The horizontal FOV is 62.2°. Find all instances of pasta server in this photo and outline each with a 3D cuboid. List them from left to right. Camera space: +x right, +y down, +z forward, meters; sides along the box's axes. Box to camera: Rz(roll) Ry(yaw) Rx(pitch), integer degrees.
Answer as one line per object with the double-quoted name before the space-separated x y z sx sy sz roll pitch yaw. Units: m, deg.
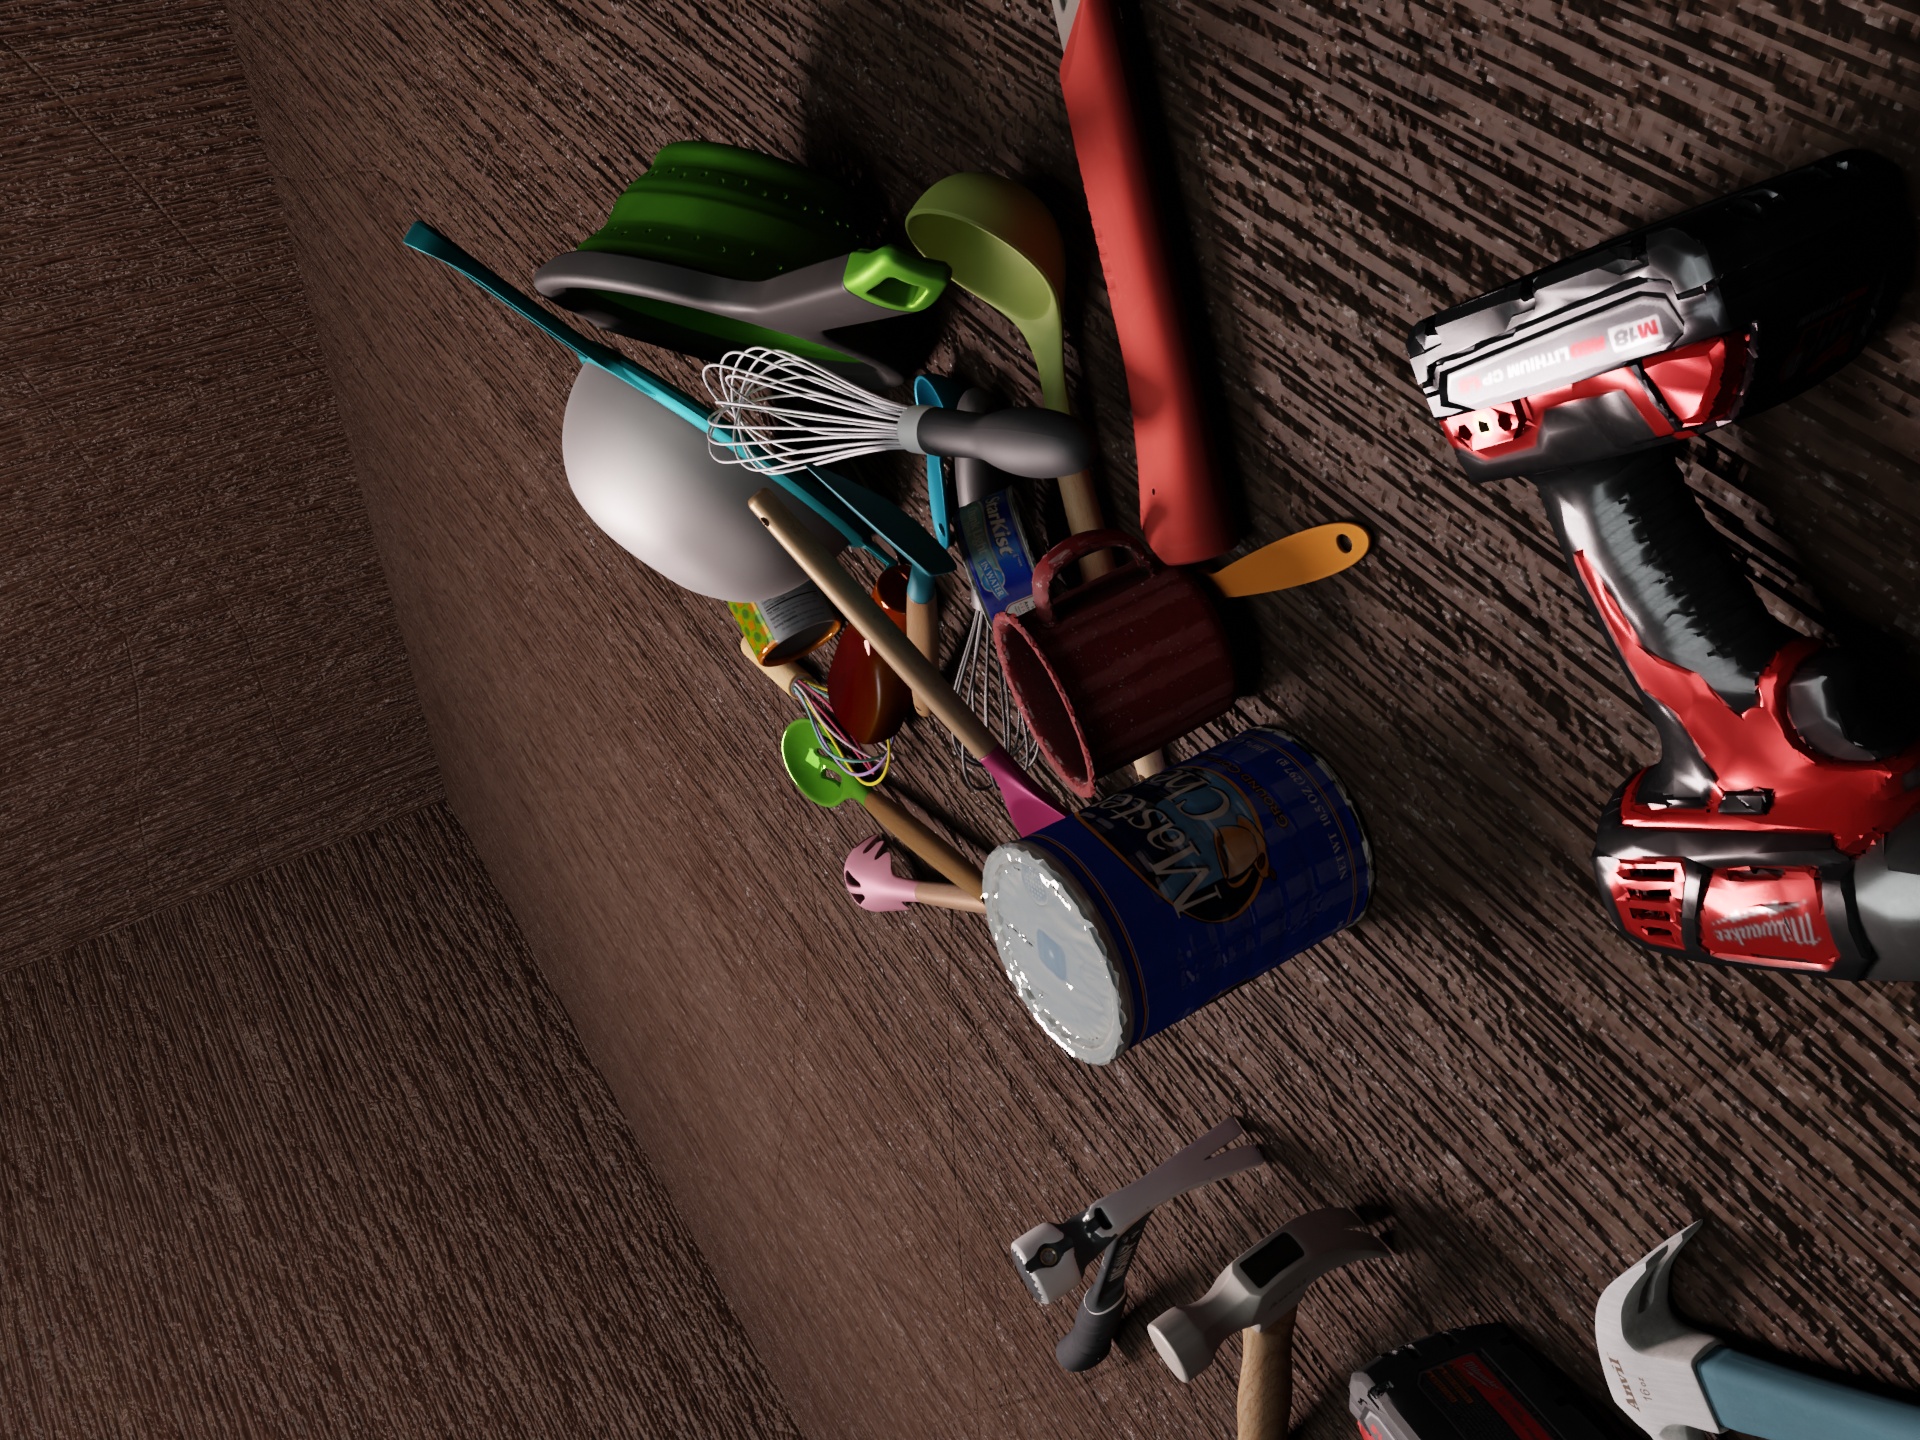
"pasta server" -0.006 0.116 1.095 0.316 0.040 0.060 -4 108 60

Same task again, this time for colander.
"colander" -0.086 -0.238 0.788 0.397 0.204 0.094 21 99 65

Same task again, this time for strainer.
"strainer" -0.202 -0.158 0.934 0.211 0.095 0.340 33 180 41

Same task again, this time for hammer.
"hammer" 0.097 0.354 1.005 0.036 0.149 0.408 54 162 27
"hammer" 0.063 -0.237 0.625 0.149 0.036 0.359 14 123 61
"hammer" 0.168 0.358 0.867 0.031 0.130 0.331 47 160 37
"hammer" 0.332 0.236 0.494 0.128 0.033 0.331 66 156 -2

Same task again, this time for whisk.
"whisk" -0.110 -0.014 1.171 0.245 0.051 0.047 37 148 53
"whisk" -0.037 -0.141 0.764 0.285 0.070 0.070 18 128 47
"whisk" 0.014 -0.065 0.867 0.055 0.055 0.238 35 137 49

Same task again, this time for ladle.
"ladle" 0.048 -0.099 0.756 0.078 0.062 0.320 19 131 59

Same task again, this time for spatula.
"spatula" -0.030 -0.055 0.881 0.082 0.044 0.317 42 165 14

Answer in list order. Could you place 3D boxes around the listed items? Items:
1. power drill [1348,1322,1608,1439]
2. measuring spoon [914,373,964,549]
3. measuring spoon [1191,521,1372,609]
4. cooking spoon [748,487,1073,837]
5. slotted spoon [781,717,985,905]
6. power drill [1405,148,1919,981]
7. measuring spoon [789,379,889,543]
"power drill" 0.225 0.396 0.750 0.188 0.080 0.226 -135 39 -58
"measuring spoon" -0.005 -0.142 0.881 0.042 0.021 0.128 58 164 31
"measuring spoon" 0.134 -0.065 0.666 0.117 0.011 0.021 -16 100 62
"cooking spoon" -0.001 -0.003 0.858 0.318 0.017 0.069 47 152 -12
"slotted spoon" -0.049 0.068 1.115 0.314 0.031 0.070 32 130 55
"power drill" 0.221 -0.030 0.439 0.143 0.078 0.219 -4 110 65
"measuring spoon" -0.069 -0.166 0.989 0.124 0.018 0.034 61 154 -3
